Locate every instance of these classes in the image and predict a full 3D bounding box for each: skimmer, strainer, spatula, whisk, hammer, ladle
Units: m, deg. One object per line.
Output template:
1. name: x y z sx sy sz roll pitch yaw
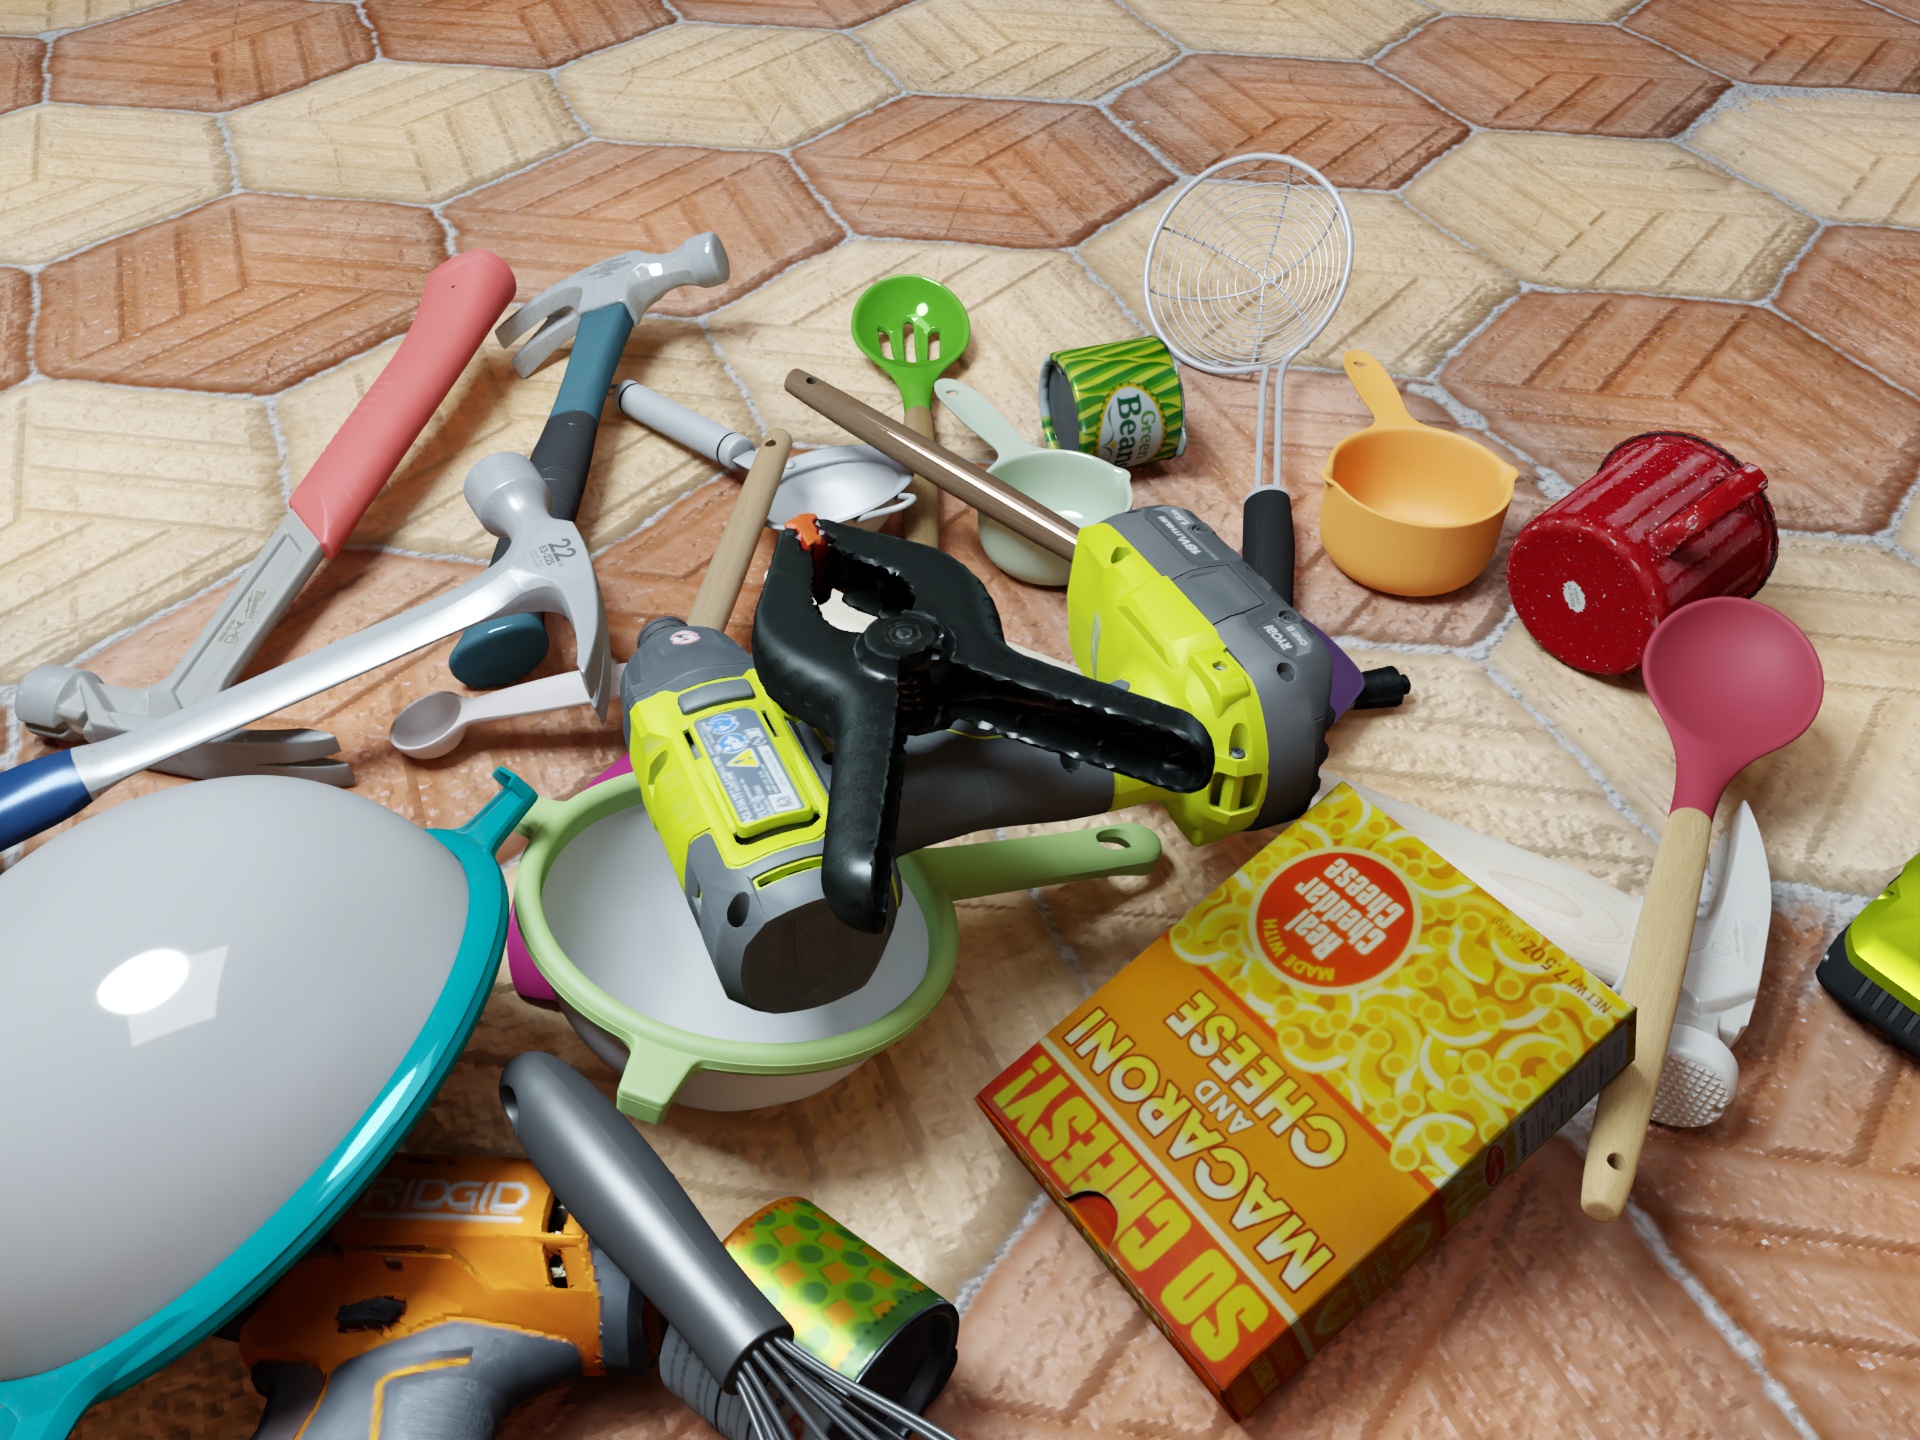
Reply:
1. skimmer: 0.147 -0.171 0.828 0.127 0.090 0.364 -19 37 28
2. strainer: -0.036 0.080 0.581 0.256 0.069 0.152 -5 38 -33
3. spatula: 0.043 -0.089 0.734 0.316 0.018 0.060 32 53 19
4. whisk: -0.052 0.159 0.403 0.055 0.055 0.239 -31 50 -30
5. hammer: -0.328 0.019 0.616 0.405 0.035 0.144 -27 55 -17
6. strainer: -0.249 0.122 0.418 0.211 0.095 0.341 -24 31 19
7. hammer: -0.201 -0.143 0.818 0.128 0.033 0.331 -12 44 14
8. hammer: -0.292 -0.117 0.778 0.149 0.036 0.359 8 49 9
9. ladle: 0.260 0.053 0.571 0.069 0.031 0.315 20 45 19
10. hammer: 0.108 0.013 0.636 0.411 0.038 0.146 23 45 16
11. strainer: -0.110 -0.135 0.824 0.087 0.050 0.259 -34 47 -29

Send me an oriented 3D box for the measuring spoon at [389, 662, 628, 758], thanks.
1. measuring spoon: -0.182 -0.004 0.676 0.124 0.018 0.034 -11 44 6

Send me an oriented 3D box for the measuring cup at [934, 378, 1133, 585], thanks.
1. measuring cup: 0.026 -0.124 0.815 0.083 0.038 0.168 -18 44 -19

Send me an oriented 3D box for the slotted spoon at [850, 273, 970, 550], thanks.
1. slotted spoon: -0.024 -0.147 0.846 0.070 0.031 0.314 1 44 -4

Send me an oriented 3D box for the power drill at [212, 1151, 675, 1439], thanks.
1. power drill: -0.172 0.212 0.412 0.164 0.084 0.227 2 38 2

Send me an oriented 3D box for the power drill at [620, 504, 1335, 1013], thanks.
1. power drill: -0.001 -0.002 0.557 0.223 0.080 0.171 -15 42 -18

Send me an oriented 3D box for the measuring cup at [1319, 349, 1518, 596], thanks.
1. measuring cup: 0.218 -0.127 0.810 0.095 0.052 0.174 -2 40 -3

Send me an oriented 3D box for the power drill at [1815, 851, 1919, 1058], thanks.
1. power drill: 0.371 0.019 0.515 0.190 0.228 0.080 -26 48 -26

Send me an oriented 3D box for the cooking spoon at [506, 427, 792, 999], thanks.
1. cooking spoon: -0.117 -0.018 0.681 0.069 0.017 0.319 1 50 16
